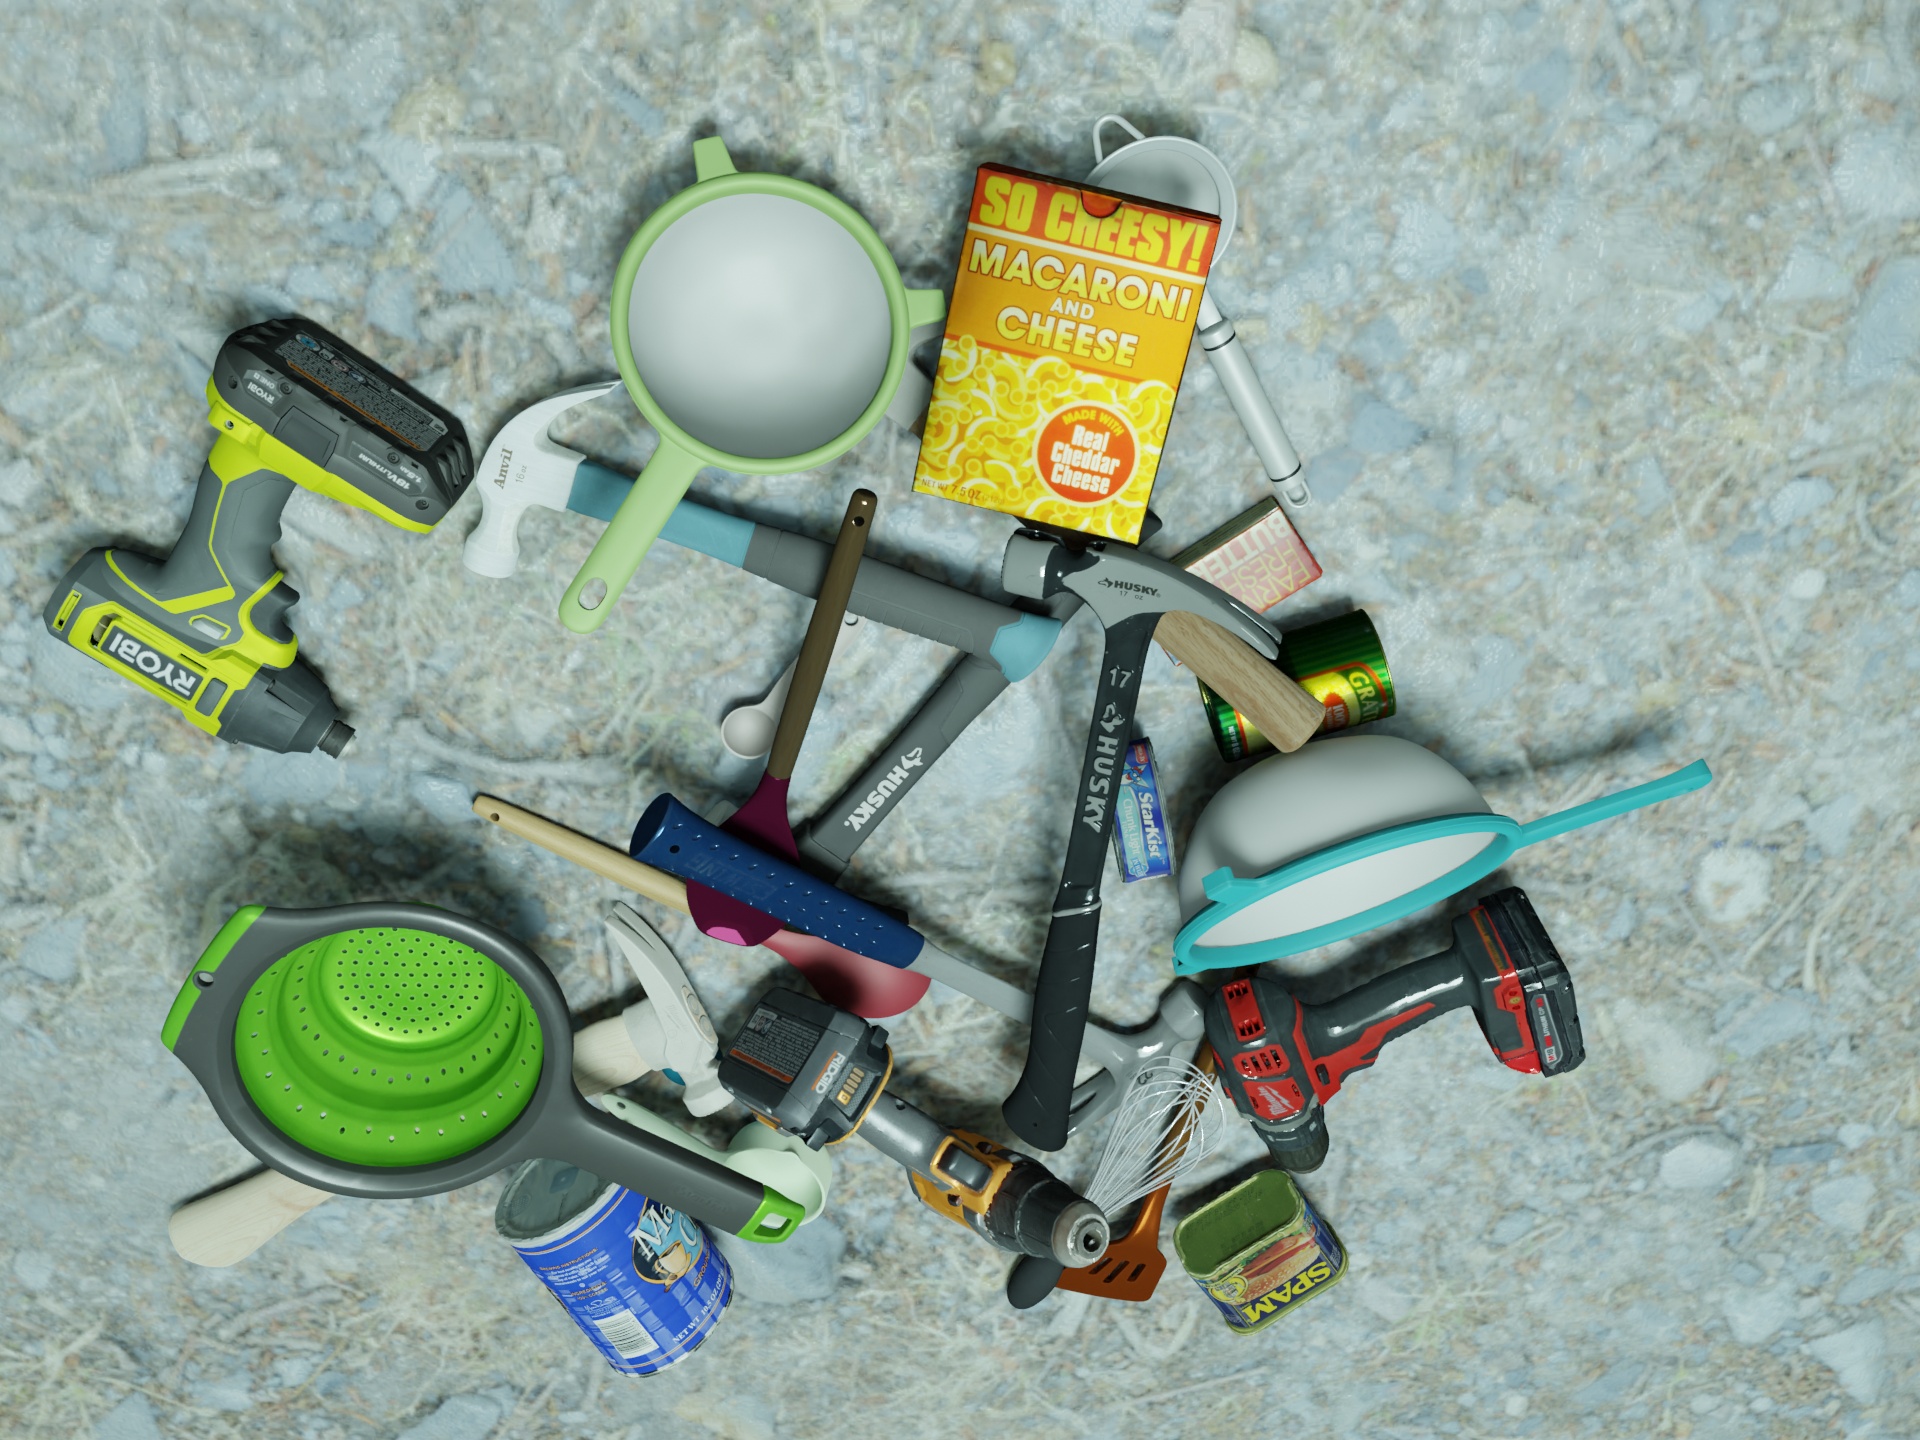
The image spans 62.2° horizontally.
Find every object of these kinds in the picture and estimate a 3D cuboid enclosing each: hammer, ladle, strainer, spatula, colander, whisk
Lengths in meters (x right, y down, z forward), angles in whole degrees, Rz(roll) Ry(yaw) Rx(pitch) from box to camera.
[{"bbox_3d":[0.075,0.092,0.918,0.149,0.036,0.408,14,120,11],"label":"hammer"},{"bbox_3d":[-0.160,0.118,1.008,0.315,0.031,0.069,26,111,-13],"label":"ladle"},{"bbox_3d":[-0.002,-0.003,0.955,0.146,0.035,0.334,37,108,-18],"label":"hammer"},{"bbox_3d":[-0.132,-0.156,0.827,0.151,0.069,0.256,32,89,-11],"label":"strainer"},{"bbox_3d":[0.148,0.292,1.113,0.081,0.041,0.322,14,110,-11],"label":"spatula"},{"bbox_3d":[-0.355,0.260,1.051,0.410,0.038,0.146,-25,102,11],"label":"hammer"},{"bbox_3d":[-0.105,-0.092,0.888,0.331,0.033,0.128,19,112,-5],"label":"hammer"},{"bbox_3d":[-0.025,0.153,0.988,0.405,0.035,0.144,30,112,-29],"label":"hammer"},{"bbox_3d":[-0.269,0.215,0.978,0.396,0.095,0.204,31,105,-22],"label":"colander"},{"bbox_3d":[0.275,0.049,0.952,0.340,0.095,0.210,-17,158,-5],"label":"strainer"},{"bbox_3d":[0.133,-0.216,0.860,0.087,0.050,0.258,-25,120,17],"label":"strainer"},{"bbox_3d":[0.097,0.326,1.091,0.070,0.070,0.284,21,126,-13],"label":"whisk"},{"bbox_3d":[0.070,-0.100,0.879,0.331,0.031,0.130,39,107,-6],"label":"hammer"}]

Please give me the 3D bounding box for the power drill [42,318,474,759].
[{"bbox_3d":[-0.371,-0.089,0.870,0.171,0.080,0.223,34,113,-17],"label":"power drill"}]

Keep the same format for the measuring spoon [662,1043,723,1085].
[{"bbox_3d":[-0.146,0.250,1.073,0.128,0.021,0.042,31,110,-16],"label":"measuring spoon"}]

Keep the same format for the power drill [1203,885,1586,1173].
[{"bbox_3d":[0.284,0.216,1.049,0.226,0.080,0.187,-20,130,8],"label":"power drill"}]

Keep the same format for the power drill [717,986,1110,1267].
[{"bbox_3d":[-0.023,0.264,0.995,0.226,0.185,0.084,40,71,-24],"label":"power drill"}]

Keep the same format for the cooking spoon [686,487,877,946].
[{"bbox_3d":[-0.097,0.009,0.912,0.068,0.017,0.318,17,121,-6],"label":"cooking spoon"}]

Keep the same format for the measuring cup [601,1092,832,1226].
[{"bbox_3d":[-0.164,0.285,1.083,0.167,0.038,0.083,29,123,-3],"label":"measuring cup"}]

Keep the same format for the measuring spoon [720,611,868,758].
[{"bbox_3d":[-0.097,-0.027,0.951,0.034,0.018,0.124,40,100,-19],"label":"measuring spoon"}]
